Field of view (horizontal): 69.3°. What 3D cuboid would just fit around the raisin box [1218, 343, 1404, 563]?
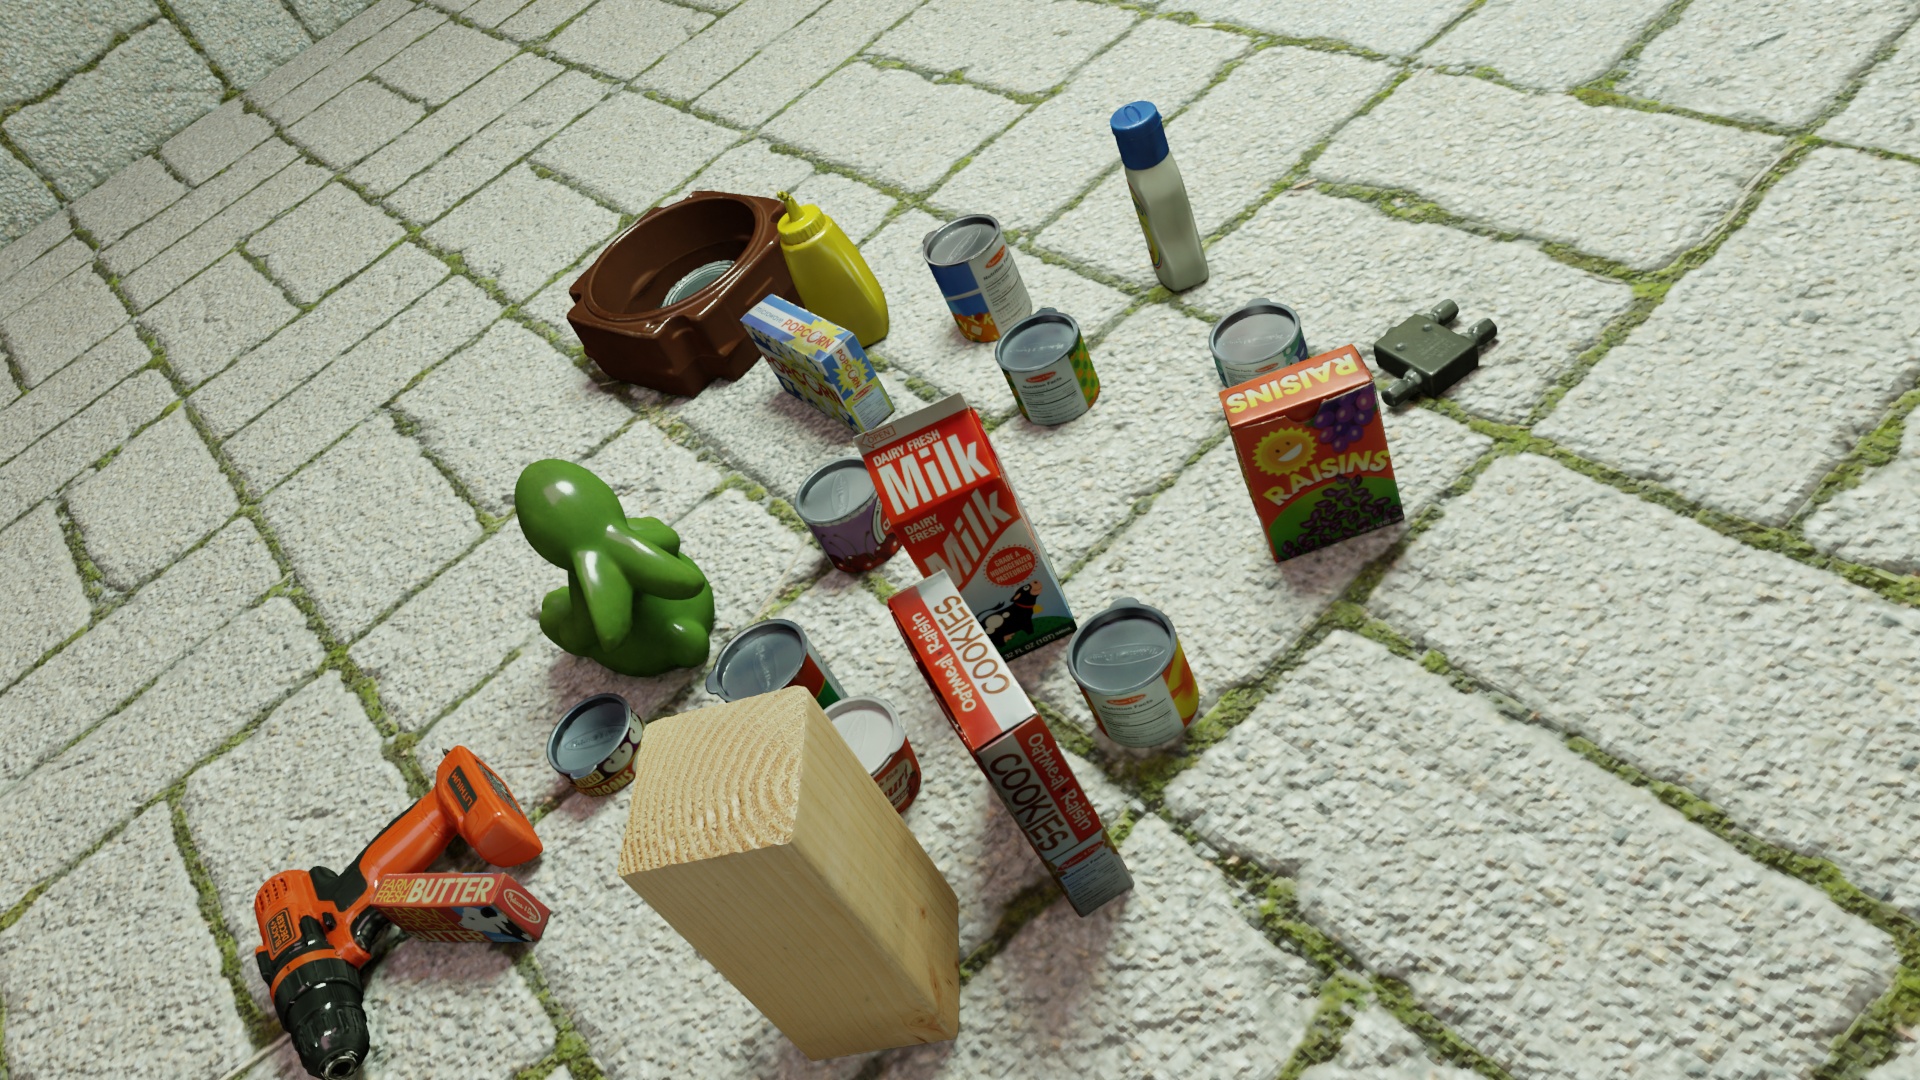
[{"bbox_3d":[0.214,-0.050,0.843,0.086,0.123,0.040,-19,43,10],"label":"raisin box"}]

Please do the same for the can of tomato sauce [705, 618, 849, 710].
[{"bbox_3d":[-0.113,0.103,0.895,0.071,0.082,0.071,-15,44,15],"label":"can of tomato sauce"}]

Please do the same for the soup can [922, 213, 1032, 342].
[{"bbox_3d":[0.013,-0.215,1.142,0.071,0.083,0.072,-15,44,15],"label":"soup can"}]

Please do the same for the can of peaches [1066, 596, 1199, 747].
[{"bbox_3d":[0.103,0.078,0.824,0.071,0.057,0.071,-15,44,15],"label":"can of peaches"}]

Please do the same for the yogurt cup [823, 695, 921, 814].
[{"bbox_3d":[-0.059,0.137,0.854,0.072,0.053,0.073,-15,44,15],"label":"yogurt cup"}]

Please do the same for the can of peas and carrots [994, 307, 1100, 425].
[{"bbox_3d":[0.067,-0.131,1.049,0.071,0.058,0.071,-15,44,15],"label":"can of peas and carrots"}]

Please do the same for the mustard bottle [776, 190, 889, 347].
[{"bbox_3d":[-0.114,-0.233,1.169,0.065,0.159,0.049,-18,43,12],"label":"mustard bottle"}]

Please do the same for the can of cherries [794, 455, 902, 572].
[{"bbox_3d":[-0.077,-0.019,1.015,0.071,0.058,0.072,-15,44,15],"label":"can of cherries"}]

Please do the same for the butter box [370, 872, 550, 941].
[{"bbox_3d":[-0.323,0.237,0.896,0.103,0.053,0.024,-6,46,23],"label":"butter box"}]

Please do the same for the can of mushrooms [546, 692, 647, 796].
[{"bbox_3d":[-0.250,0.144,0.964,0.071,0.033,0.071,-15,44,15],"label":"can of mushrooms"}]

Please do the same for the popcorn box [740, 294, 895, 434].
[{"bbox_3d":[-0.118,-0.146,1.141,0.038,0.085,0.127,-43,44,-16],"label":"popcorn box"}]

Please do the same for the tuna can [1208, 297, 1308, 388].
[{"bbox_3d":[0.215,-0.140,0.999,0.071,0.032,0.071,-15,44,15],"label":"tuna can"}]

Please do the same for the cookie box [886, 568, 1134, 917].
[{"bbox_3d":[0.027,0.111,0.751,0.040,0.166,0.123,-32,42,-3],"label":"cookie box"}]

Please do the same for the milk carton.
[{"bbox_3d":[0.003,-0.011,0.866,0.072,0.189,0.074,-24,42,5],"label":"milk carton"}]

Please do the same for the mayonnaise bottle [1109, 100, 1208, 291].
[{"bbox_3d":[0.152,-0.266,1.070,0.041,0.147,0.065,-24,42,5],"label":"mayonnaise bottle"}]
